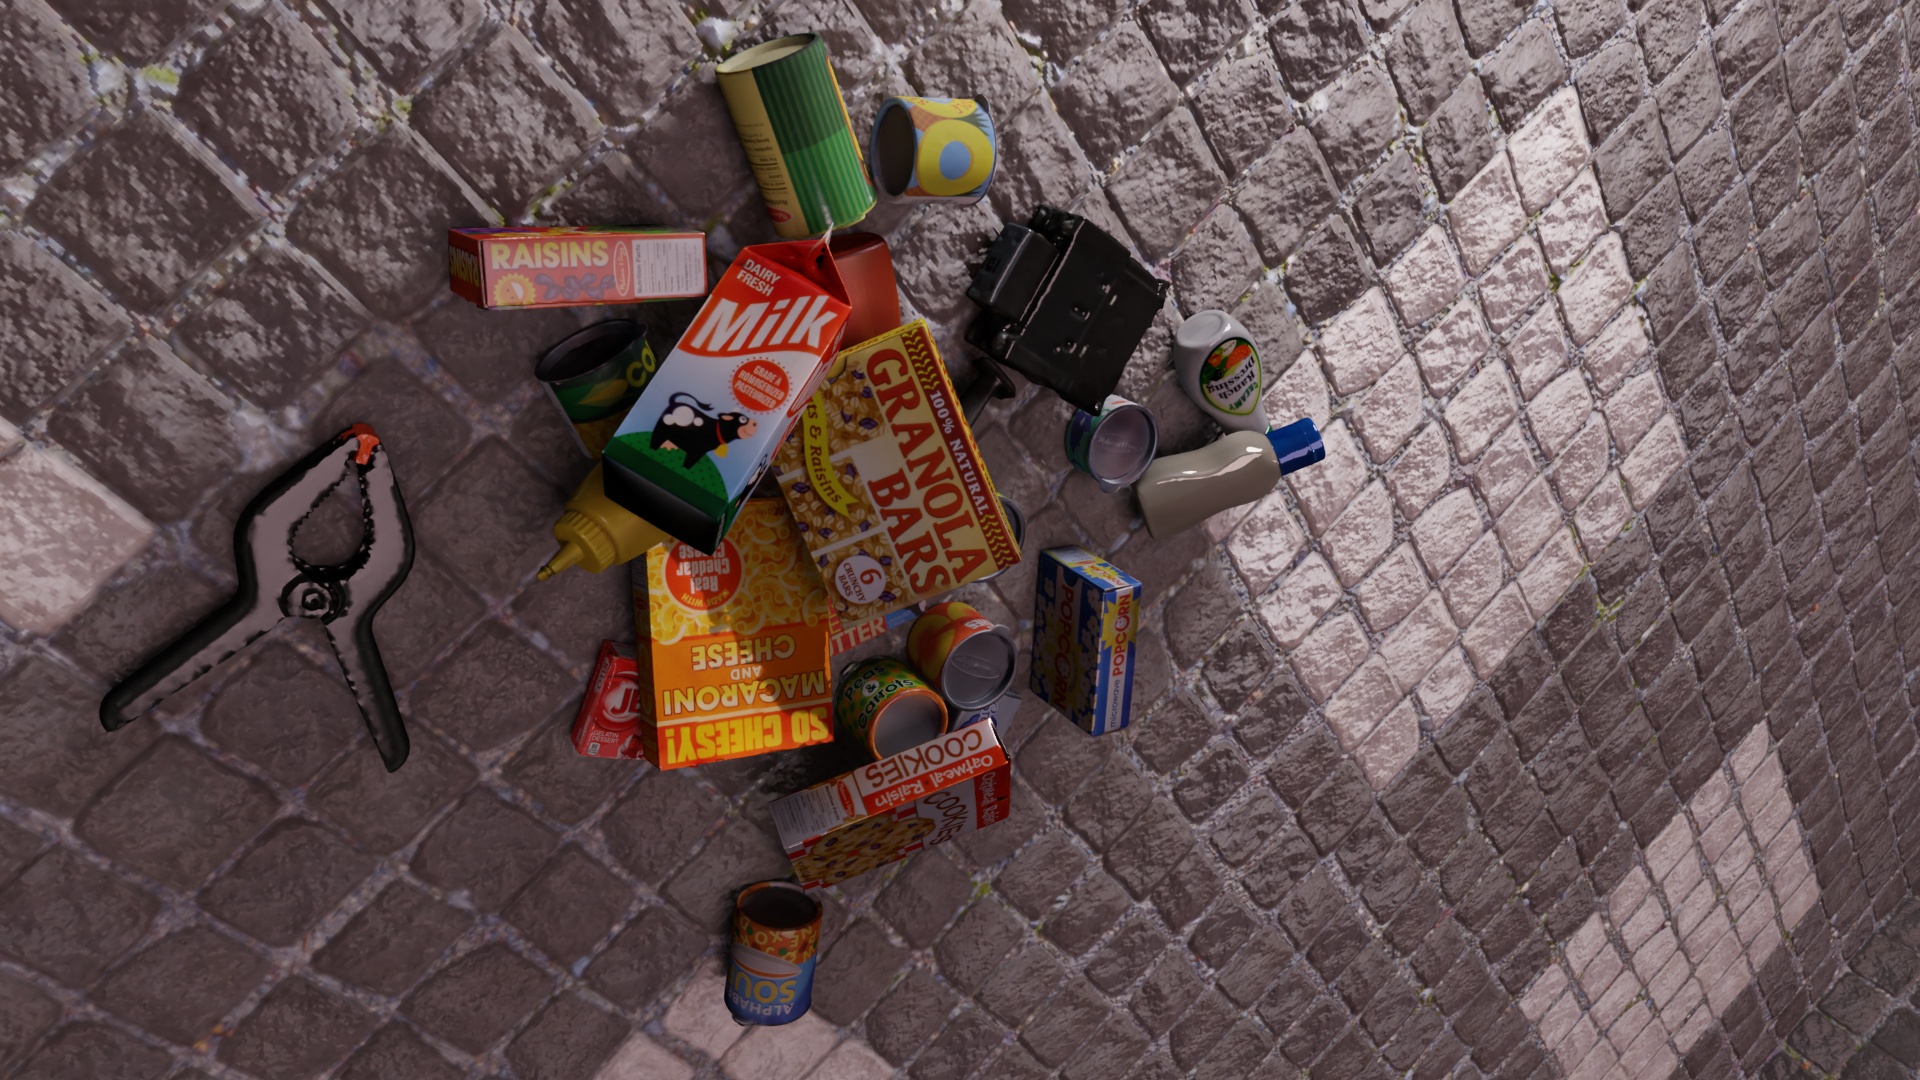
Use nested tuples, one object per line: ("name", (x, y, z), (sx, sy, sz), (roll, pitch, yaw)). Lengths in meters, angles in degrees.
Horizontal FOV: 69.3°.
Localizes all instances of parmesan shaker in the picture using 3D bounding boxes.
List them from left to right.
("parmesan shaker", (-0.095, -0.240, 0.826), (0.071, 0.071, 0.102), (-30, 123, -18))

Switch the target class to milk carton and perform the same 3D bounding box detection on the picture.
("milk carton", (-0.123, -0.095, 0.795), (0.073, 0.072, 0.191), (30, 68, -2))

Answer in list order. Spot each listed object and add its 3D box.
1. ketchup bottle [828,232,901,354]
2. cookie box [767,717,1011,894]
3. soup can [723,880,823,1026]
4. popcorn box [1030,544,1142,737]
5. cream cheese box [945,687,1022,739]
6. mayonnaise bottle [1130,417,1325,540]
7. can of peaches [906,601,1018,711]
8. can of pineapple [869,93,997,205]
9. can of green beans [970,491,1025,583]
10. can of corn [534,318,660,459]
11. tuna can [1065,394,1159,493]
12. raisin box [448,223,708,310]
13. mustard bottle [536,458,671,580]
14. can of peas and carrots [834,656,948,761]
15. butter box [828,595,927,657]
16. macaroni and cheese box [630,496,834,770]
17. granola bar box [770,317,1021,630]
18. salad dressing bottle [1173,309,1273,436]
("ketchup bottle", (-0.067, -0.123, 0.913), (0.065, 0.043, 0.148), (-19, 120, -16))
("cookie box", (-0.046, 0.196, 1.011), (0.168, 0.040, 0.122), (-19, 152, -9))
("soup can", (-0.141, 0.309, 1.039), (0.071, 0.071, 0.083), (-3, 111, -31))
("popcorn box", (0.096, 0.077, 1.076), (0.038, 0.085, 0.126), (-11, 115, -29))
("cream cheese box", (0.002, 0.158, 1.092), (0.053, 0.024, 0.103), (21, 98, -37))
("mayonnaise bottle", (0.209, -0.053, 1.086), (0.148, 0.041, 0.064), (-22, 130, 3))
("can of peaches", (0.002, 0.084, 1.038), (0.071, 0.058, 0.071), (-13, 116, -27))
("can of pineapple", (-0.018, -0.247, 0.875), (0.058, 0.071, 0.070), (-7, 114, -29))
("can of green beans", (0.004, -0.010, 0.997), (0.071, 0.058, 0.071), (-13, 117, -27))
("can of corn", (-0.206, -0.090, 0.824), (0.071, 0.071, 0.058), (-33, 125, -16))
("tuna can", (0.114, -0.074, 1.055), (0.071, 0.033, 0.070), (-13, 117, -27))
("raisin box", (-0.215, -0.155, 0.779), (0.124, 0.086, 0.040), (-8, 109, -29))
("mustard bottle", (-0.195, -0.025, 0.833), (0.161, 0.065, 0.048), (-45, 151, -33))
("can of peas and carrots", (-0.052, 0.125, 1.021), (0.071, 0.059, 0.070), (-13, 117, -27))
("butter box", (-0.077, 0.046, 0.993), (0.104, 0.024, 0.053), (-25, 121, -21))
("macaroni and cheese box", (-0.149, 0.057, 0.914), (0.124, 0.040, 0.166), (-5, 96, -28))
("granola bar box", (-0.049, -0.041, 0.885), (0.124, 0.039, 0.165), (-22, 103, 5))
("salad dressing bottle", (0.215, -0.113, 1.094), (0.064, 0.044, 0.147), (-37, 128, -4))
